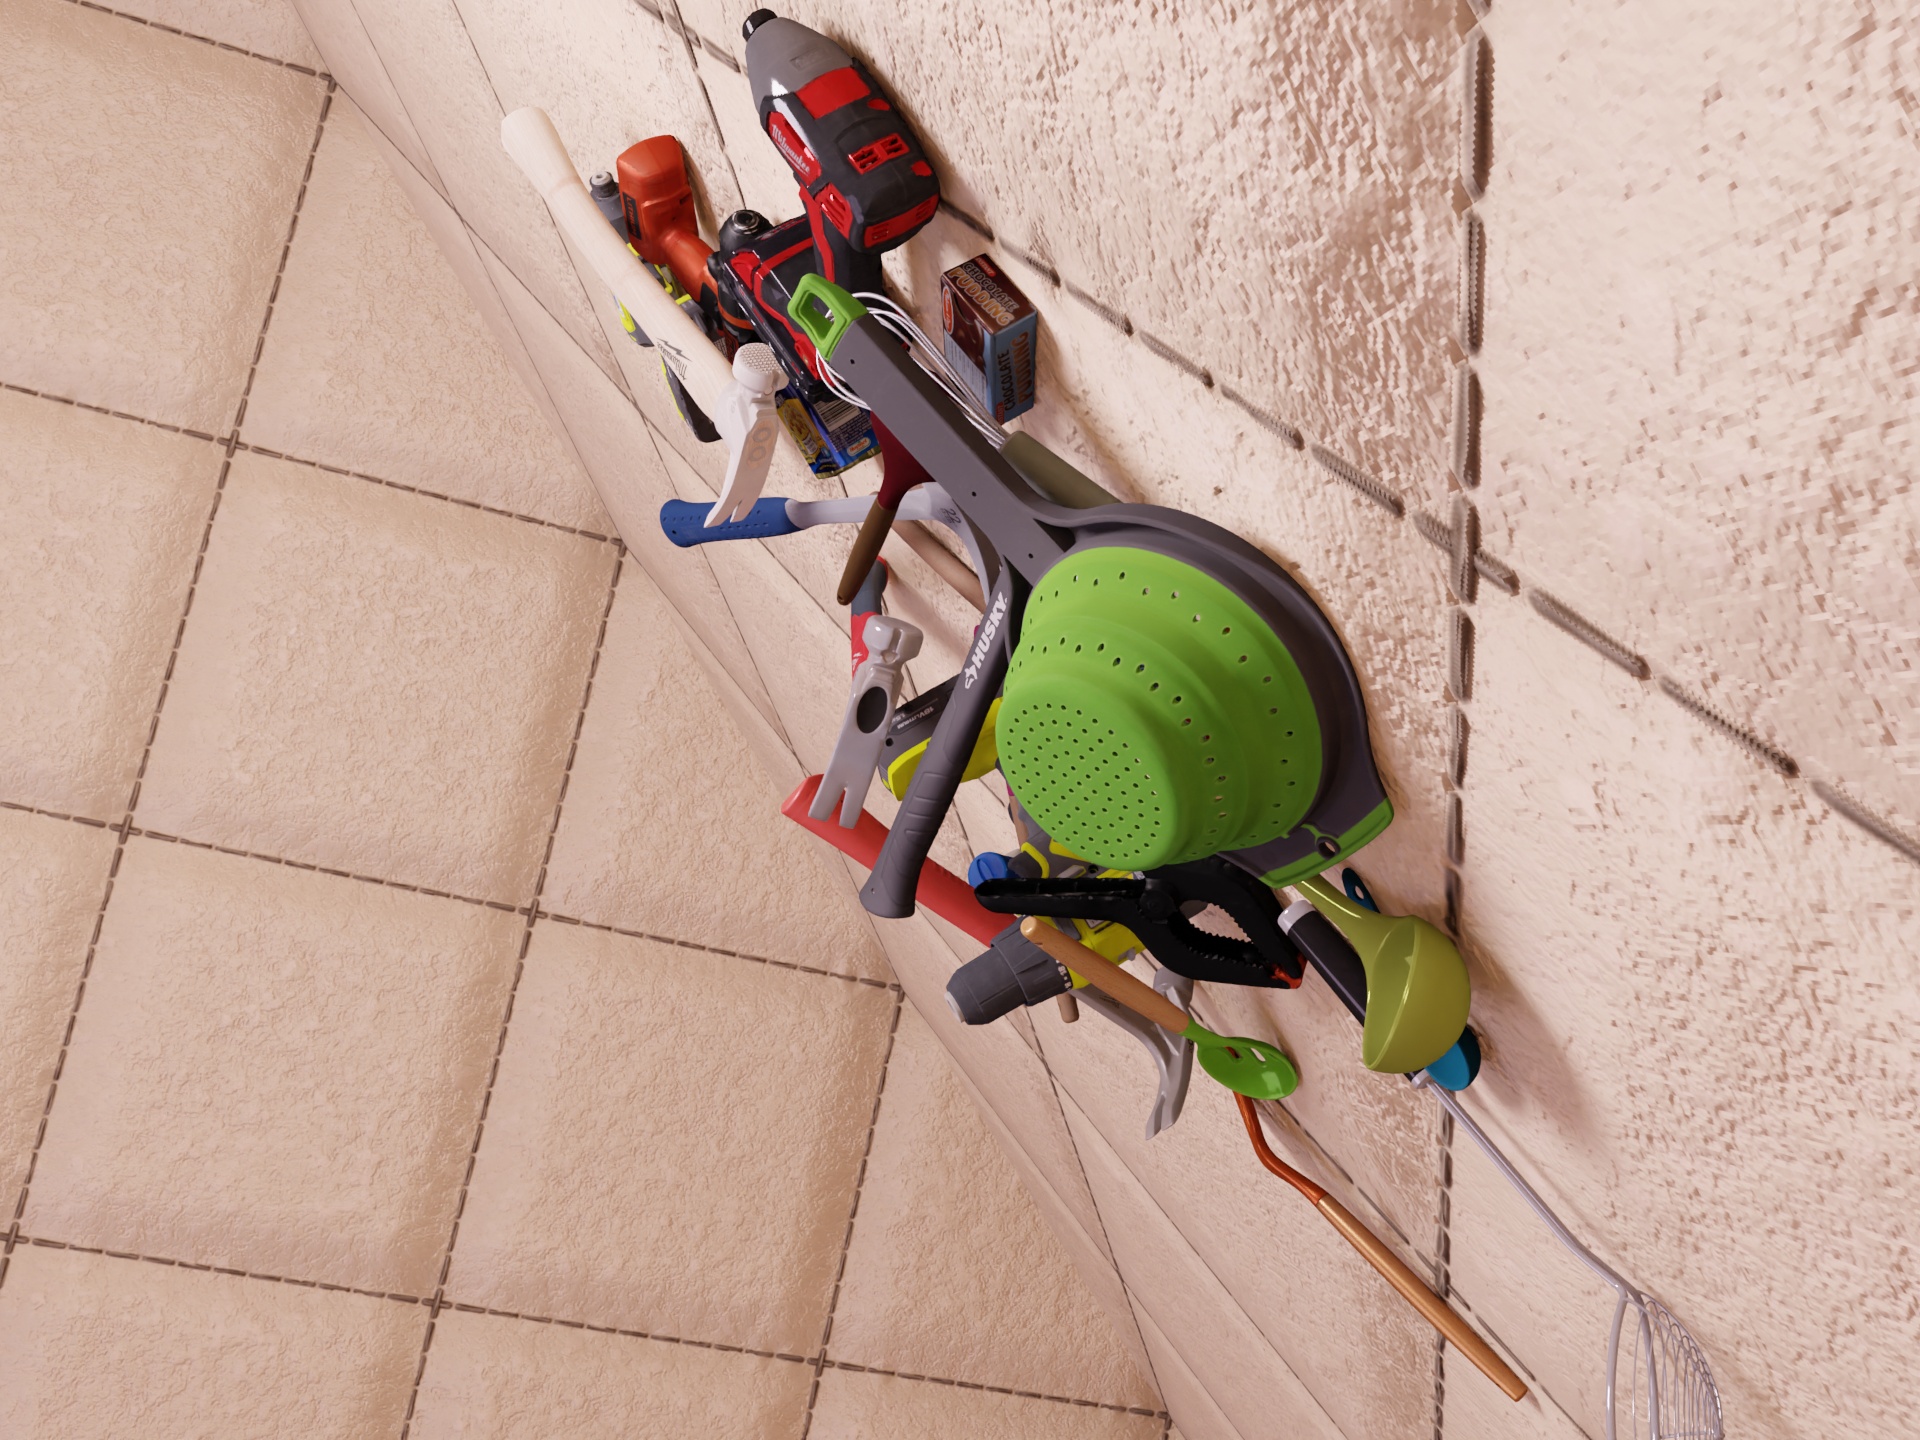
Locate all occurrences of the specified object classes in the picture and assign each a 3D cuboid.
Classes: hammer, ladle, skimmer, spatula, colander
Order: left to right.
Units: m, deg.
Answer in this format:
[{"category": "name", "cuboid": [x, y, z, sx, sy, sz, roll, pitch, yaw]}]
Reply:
[{"category": "hammer", "cuboid": [-0.251, -0.324, 1.195, 0.411, 0.038, 0.146, 53, 140, 28]}, {"category": "hammer", "cuboid": [-0.110, -0.146, 1.164, 0.406, 0.035, 0.144, 6, 140, 54]}, {"category": "hammer", "cuboid": [-0.075, -0.049, 1.202, 0.038, 0.143, 0.386, 17, -165, -9]}, {"category": "ladle", "cuboid": [-0.051, -0.133, 1.018, 0.069, 0.031, 0.315, 41, 159, 1]}, {"category": "hammer", "cuboid": [-0.002, -0.003, 0.986, 0.146, 0.035, 0.334, 55, 135, 37]}, {"category": "spatula", "cuboid": [0.020, -0.084, 1.134, 0.316, 0.018, 0.059, 46, 162, 38]}, {"category": "hammer", "cuboid": [0.023, 0.157, 1.155, 0.359, 0.149, 0.036, 35, 128, -13]}, {"category": "colander", "cuboid": [0.030, -0.055, 0.778, 0.397, 0.094, 0.204, 48, 144, 3]}, {"category": "ladle", "cuboid": [0.165, 0.074, 0.875, 0.320, 0.062, 0.078, 49, 132, 50]}, {"category": "spatula", "cuboid": [0.293, 0.368, 1.180, 0.323, 0.041, 0.080, 42, 160, 37]}, {"category": "skimmer", "cuboid": [0.270, 0.259, 0.855, 0.364, 0.090, 0.127, 53, -162, 29]}]

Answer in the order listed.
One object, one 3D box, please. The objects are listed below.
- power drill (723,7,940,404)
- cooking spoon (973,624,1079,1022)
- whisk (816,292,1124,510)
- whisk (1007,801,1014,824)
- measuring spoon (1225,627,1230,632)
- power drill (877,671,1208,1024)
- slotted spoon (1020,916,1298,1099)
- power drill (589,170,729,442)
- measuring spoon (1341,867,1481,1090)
[{"category": "power drill", "cuboid": [-0.079, -0.289, 0.903, 0.143, 0.078, 0.219, 55, 164, 10]}, {"category": "cooking spoon", "cuboid": [0.050, 0.081, 1.230, 0.069, 0.017, 0.319, -172, 67, -76]}, {"category": "whisk", "cuboid": [0.019, -0.146, 0.836, 0.246, 0.058, 0.059, 38, -164, 12]}, {"category": "whisk", "cuboid": [0.089, 0.104, 1.245, 0.070, 0.070, 0.285, 62, 171, -19]}, {"category": "measuring spoon", "cuboid": [0.139, -0.048, 0.806, 0.021, 0.011, 0.116, 51, 162, 28]}, {"category": "power drill", "cuboid": [0.036, 0.083, 1.099, 0.229, 0.190, 0.080, 57, 169, 23]}, {"category": "slotted spoon", "cuboid": [0.136, 0.195, 1.072, 0.070, 0.031, 0.313, -13, 145, 37]}, {"category": "power drill", "cuboid": [-0.254, -0.359, 1.376, 0.223, 0.080, 0.171, 53, 167, 33]}, {"category": "measuring spoon", "cuboid": [0.241, 0.134, 0.847, 0.129, 0.021, 0.042, 64, 158, 11]}]
